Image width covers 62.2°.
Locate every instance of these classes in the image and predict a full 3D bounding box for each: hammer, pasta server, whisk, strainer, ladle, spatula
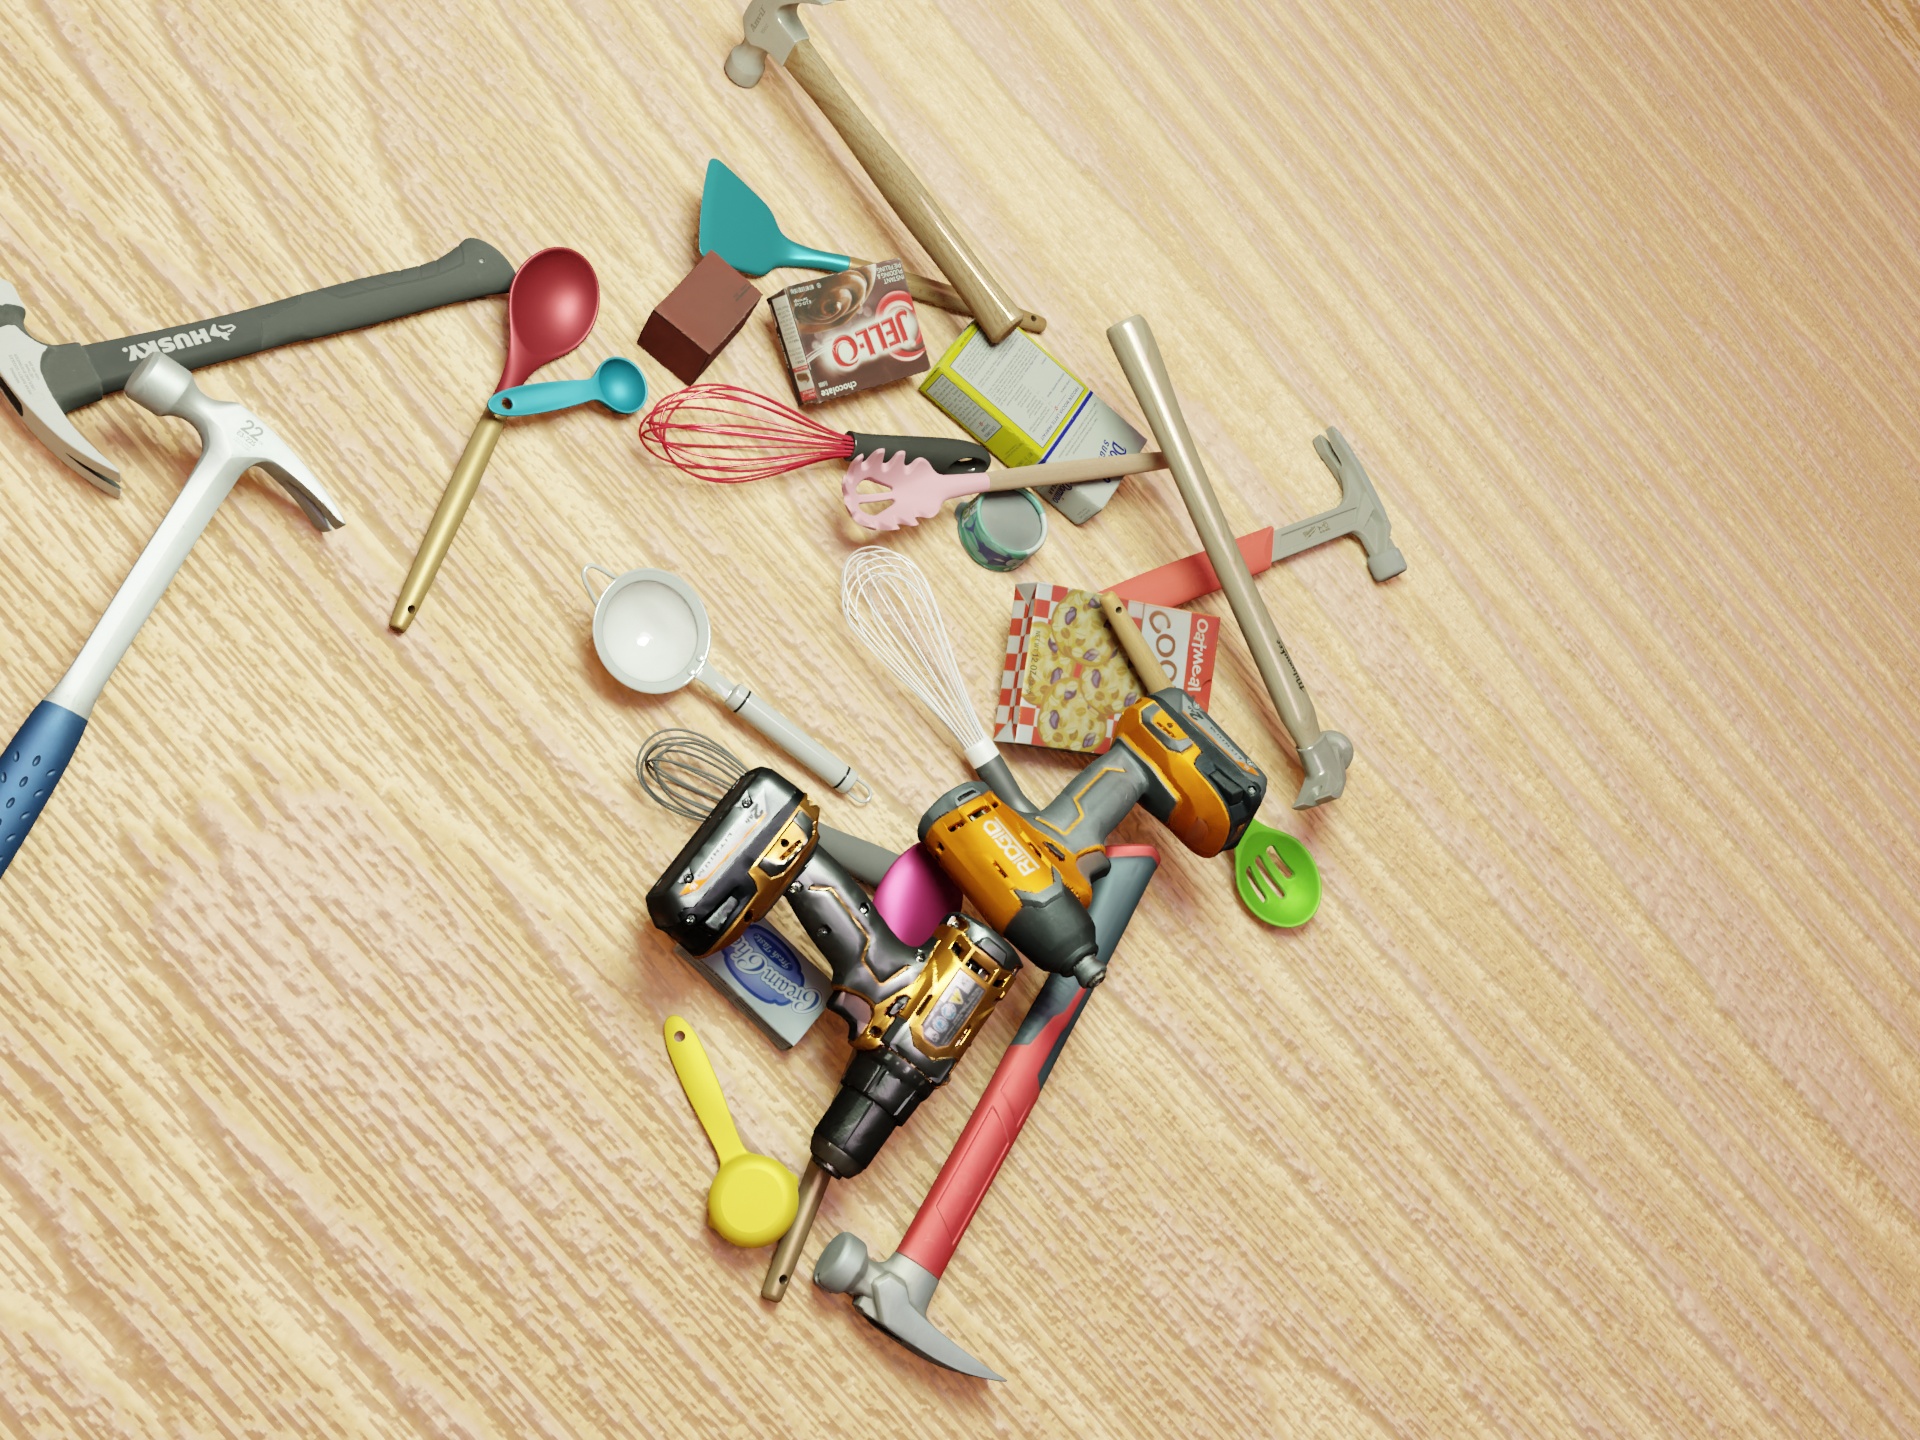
[{"bbox_3d":[0.210,-0.125,1.257,0.410,0.038,0.146,65,23,-5],"label":"hammer"},{"bbox_3d":[0.047,-0.189,1.235,0.316,0.040,0.060,-11,91,-27],"label":"pasta server"},{"bbox_3d":[-0.102,-0.208,1.198,0.295,0.073,0.073,0,71,-33],"label":"whisk"},{"bbox_3d":[-0.112,0.071,1.092,0.238,0.055,0.055,28,60,-21],"label":"whisk"},{"bbox_3d":[-0.060,-0.440,1.259,0.031,0.130,0.331,-37,89,-37],"label":"hammer"},{"bbox_3d":[0.055,0.251,1.098,0.143,0.038,0.386,39,62,-11],"label":"hammer"},{"bbox_3d":[-0.447,-0.256,1.047,0.335,0.035,0.146,-27,84,-33],"label":"hammer"},{"bbox_3d":[-0.162,-0.019,1.102,0.258,0.050,0.087,39,64,-16],"label":"strainer"},{"bbox_3d":[0.234,-0.146,1.361,0.359,0.036,0.149,-22,82,-33],"label":"hammer"},{"bbox_3d":[-0.323,-0.196,1.091,0.069,0.031,0.316,39,57,-41],"label":"ladle"},{"bbox_3d":[-0.500,-0.012,0.909,0.144,0.035,0.406,38,60,-35],"label":"hammer"},{"bbox_3d":[-0.064,-0.362,1.283,0.317,0.044,0.082,10,78,-26],"label":"spatula"},{"bbox_3d":[-0.003,-0.003,1.175,0.070,0.070,0.284,-34,94,-33],"label":"whisk"}]

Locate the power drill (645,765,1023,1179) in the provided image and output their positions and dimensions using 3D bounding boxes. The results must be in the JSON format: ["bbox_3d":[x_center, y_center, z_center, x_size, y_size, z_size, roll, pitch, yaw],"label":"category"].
[{"bbox_3d":[-0.092,0.162,1.013,0.226,0.084,0.185,40,70,-12],"label":"power drill"}]

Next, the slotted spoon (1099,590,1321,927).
[{"bbox_3d":[0.190,0.031,1.230,0.070,0.031,0.313,-38,108,-17],"label":"slotted spoon"}]

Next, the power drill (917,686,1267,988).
[{"bbox_3d":[0.105,0.083,1.111,0.226,0.084,0.164,-27,62,-28],"label":"power drill"}]

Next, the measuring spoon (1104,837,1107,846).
[{"bbox_3d":[0.094,0.117,1.202,0.034,0.018,0.124,26,54,-17],"label":"measuring spoon"}]

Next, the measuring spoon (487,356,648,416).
[{"bbox_3d":[-0.279,-0.228,1.122,0.128,0.021,0.042,-21,96,-41],"label":"measuring spoon"}]

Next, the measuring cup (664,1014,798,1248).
[{"bbox_3d":[-0.151,0.256,1.000,0.062,0.029,0.156,-25,79,-12],"label":"measuring cup"}]

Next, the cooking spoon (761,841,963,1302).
[{"bbox_3d":[-0.065,0.226,1.057,0.068,0.017,0.319,33,64,-24],"label":"cooking spoon"}]
